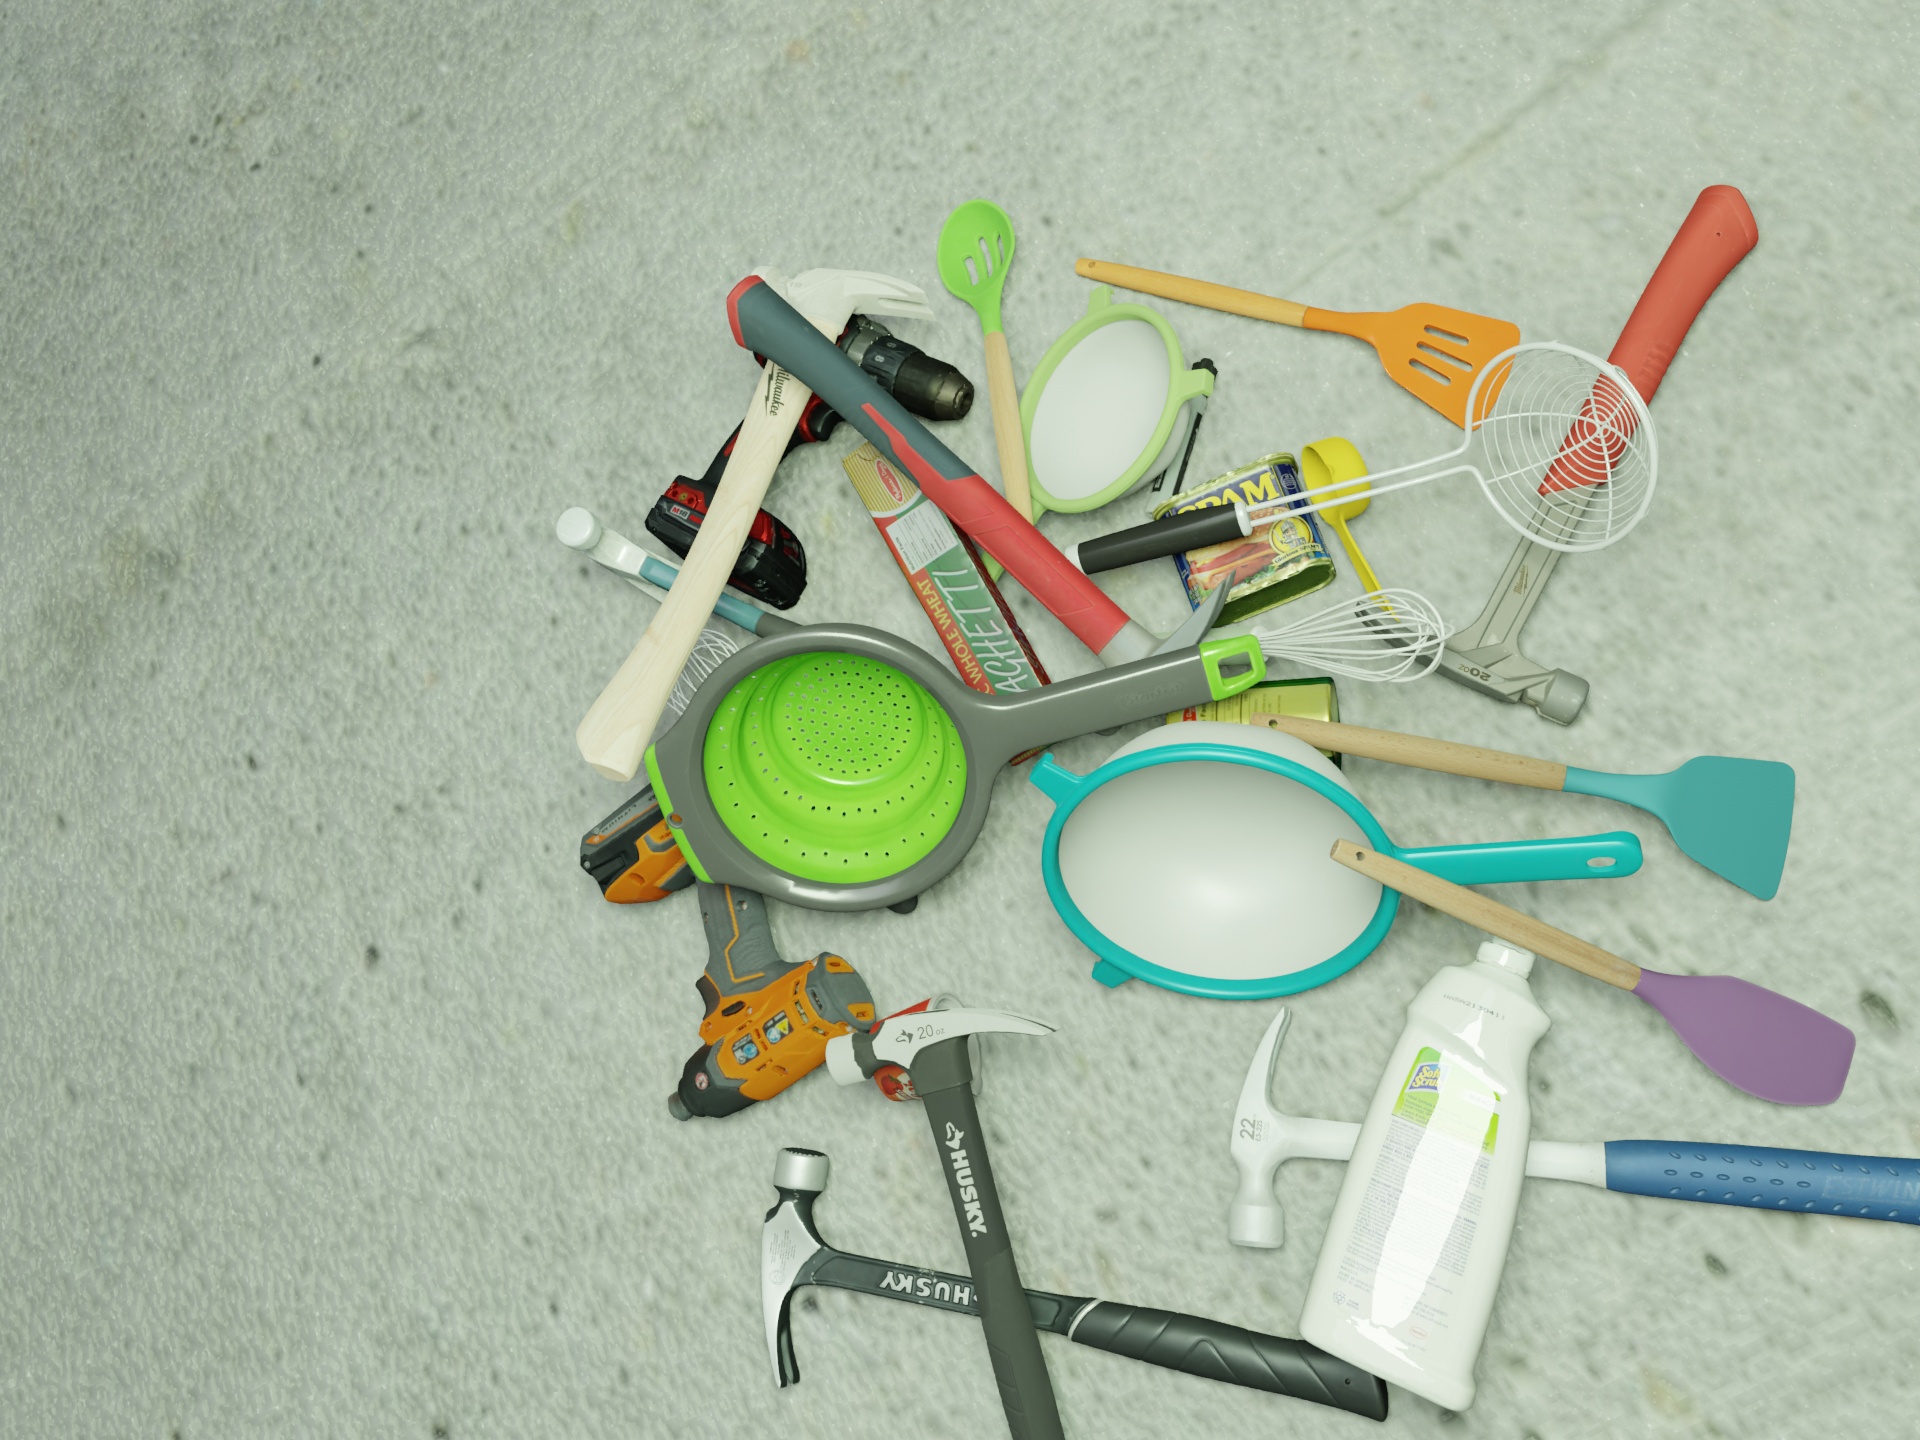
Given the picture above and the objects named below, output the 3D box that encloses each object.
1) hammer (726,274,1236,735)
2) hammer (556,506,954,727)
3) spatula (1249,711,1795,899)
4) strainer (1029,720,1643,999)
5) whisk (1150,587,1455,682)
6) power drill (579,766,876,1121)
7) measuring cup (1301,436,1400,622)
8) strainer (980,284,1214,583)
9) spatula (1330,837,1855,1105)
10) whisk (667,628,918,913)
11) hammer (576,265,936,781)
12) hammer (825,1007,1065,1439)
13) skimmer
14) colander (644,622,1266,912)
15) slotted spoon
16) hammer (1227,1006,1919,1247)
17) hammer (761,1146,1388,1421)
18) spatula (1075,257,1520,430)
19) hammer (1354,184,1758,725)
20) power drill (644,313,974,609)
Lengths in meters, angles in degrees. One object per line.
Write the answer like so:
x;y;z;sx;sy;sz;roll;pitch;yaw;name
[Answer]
0.001;-0.167;1.041;0.386;0.038;0.143;44;125;5;hammer
-0.131;-0.064;1.149;0.331;0.128;0.033;26;86;16;hammer
0.331;0.033;0.949;0.317;0.044;0.082;11;82;14;spatula
0.221;0.064;0.954;0.340;0.210;0.095;-5;38;18;strainer
0.197;-0.048;1.011;0.246;0.059;0.057;-2;108;44;whisk
-0.176;0.160;1.113;0.164;0.084;0.227;-37;70;15;power drill
0.270;-0.116;1.045;0.029;0.062;0.156;-23;79;-3;measuring cup
0.083;-0.166;1.120;0.256;0.069;0.152;-55;43;20;strainer
0.352;0.137;0.890;0.316;0.018;0.060;24;79;0;spatula
-0.125;0.034;1.146;0.070;0.070;0.285;-45;71;4;whisk
-0.150;-0.144;1.097;0.146;0.038;0.411;12;68;24;hammer
0.027;0.338;0.964;0.146;0.035;0.335;-19;80;17;hammer
0.227;-0.132;0.969;0.363;0.090;0.127;-12;108;23;skimmer
-0.002;-0.003;1.040;0.397;0.095;0.204;-15;114;10;colander
0.026;-0.255;1.148;0.070;0.031;0.314;-27;54;30;slotted spoon
0.358;0.248;0.913;0.405;0.035;0.144;0;76;20;hammer
0.057;0.375;0.992;0.409;0.036;0.149;4;78;21;hammer
0.223;-0.284;1.118;0.323;0.041;0.081;22;84;28;spatula
0.395;-0.183;1.007;0.149;0.036;0.359;28;85;11;hammer
-0.111;-0.201;1.193;0.188;0.080;0.227;26;83;24;power drill
